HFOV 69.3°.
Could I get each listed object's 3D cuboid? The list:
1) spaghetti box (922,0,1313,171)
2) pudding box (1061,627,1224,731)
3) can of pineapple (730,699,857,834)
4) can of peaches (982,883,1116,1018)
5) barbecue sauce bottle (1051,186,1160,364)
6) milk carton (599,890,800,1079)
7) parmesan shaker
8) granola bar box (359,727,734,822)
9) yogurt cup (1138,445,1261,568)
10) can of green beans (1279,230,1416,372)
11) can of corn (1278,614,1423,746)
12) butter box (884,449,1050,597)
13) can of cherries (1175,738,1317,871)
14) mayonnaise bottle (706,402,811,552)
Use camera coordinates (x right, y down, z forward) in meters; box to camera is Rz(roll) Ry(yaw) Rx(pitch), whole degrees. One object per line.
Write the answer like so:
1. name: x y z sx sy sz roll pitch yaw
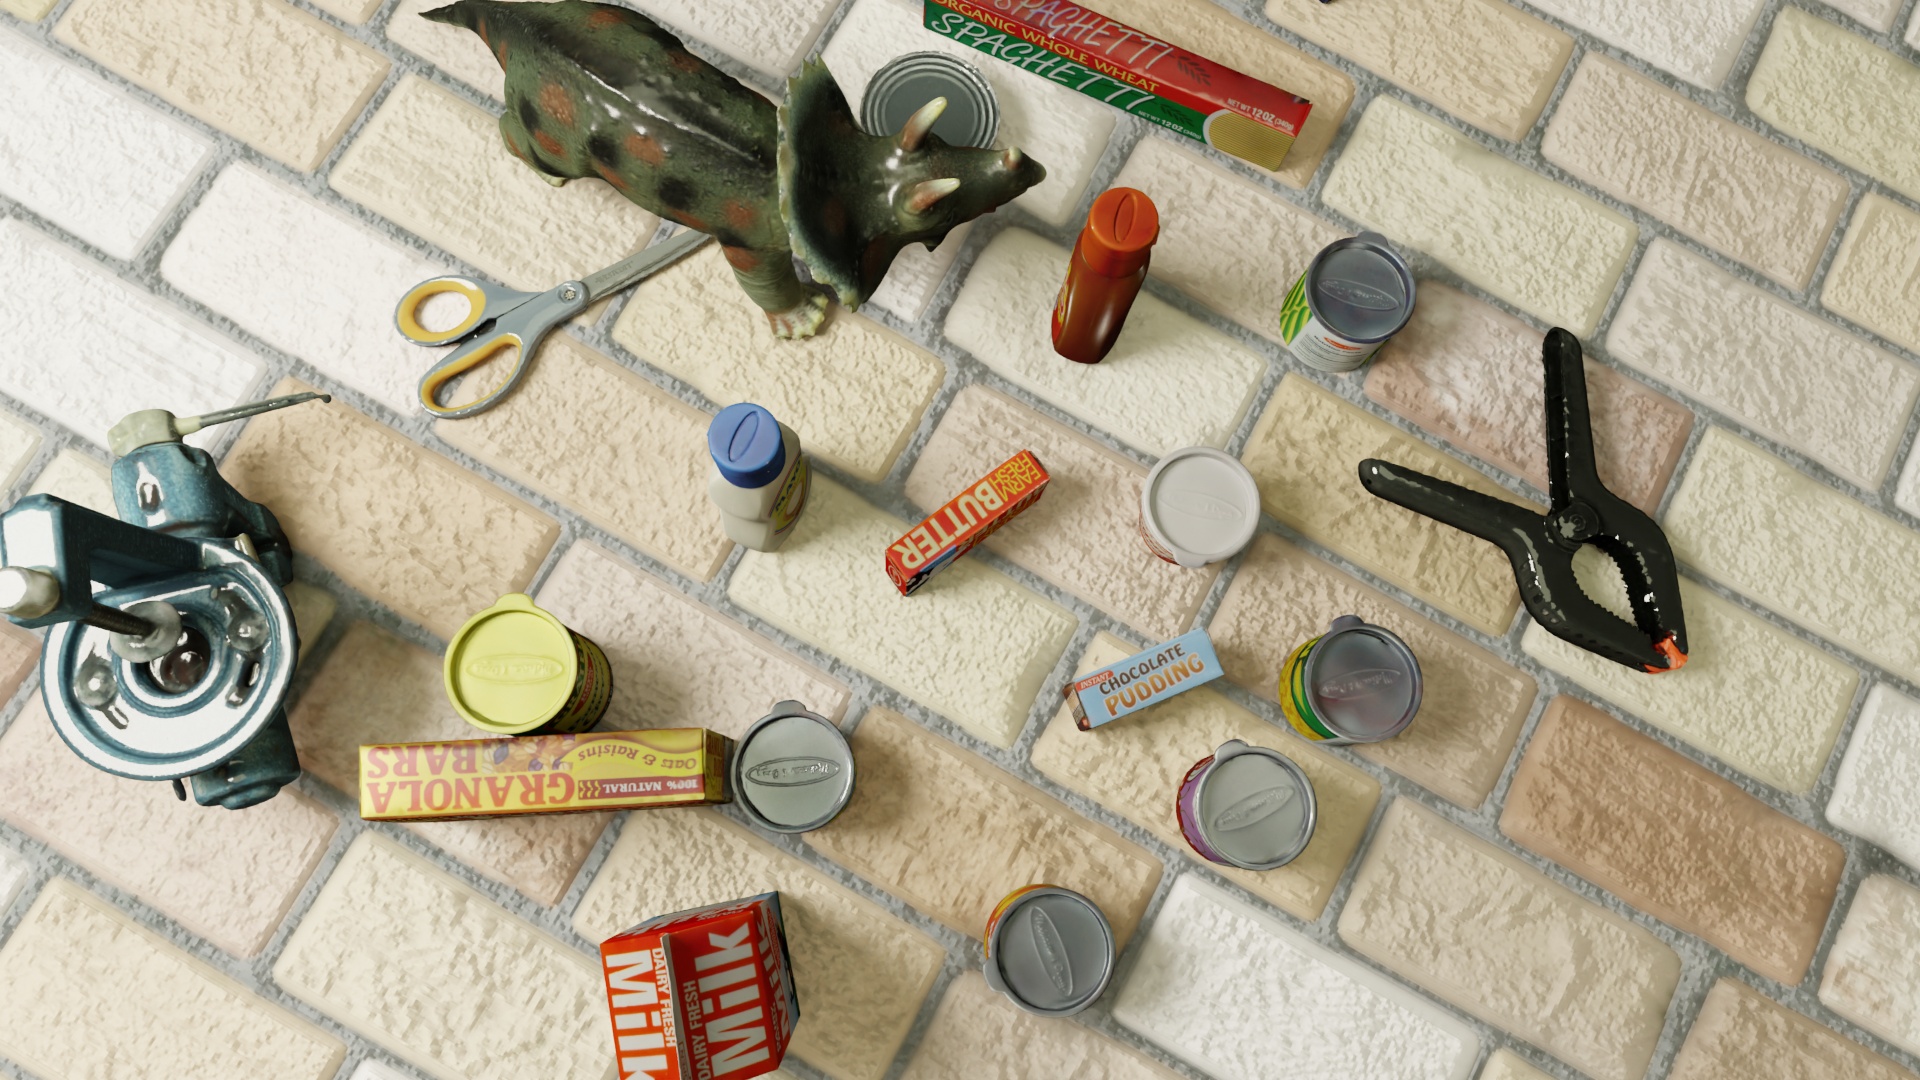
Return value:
1. spaghetti box: 0.093 -0.298 0.866 0.250 0.050 0.029 23 79 2
2. pudding box: 0.103 0.079 0.788 0.084 0.049 0.030 -21 80 -7
3. can of pineapple: -0.090 0.126 0.764 0.071 0.057 0.071 1 78 -3
4. can of peaches: 0.045 0.221 0.751 0.071 0.058 0.071 1 78 -3
5. barbecue sauce bottle: 0.082 -0.151 0.785 0.044 0.148 0.065 15 78 0
6. milk carton: -0.125 0.219 0.675 0.073 0.190 0.072 -11 80 -5
7. parmesan shaker: -0.228 0.071 0.746 0.071 0.103 0.071 1 79 -3
8. granola bar box: -0.207 0.124 0.725 0.166 0.124 0.039 -3 79 -3
9. yogurt cup: 0.135 -0.016 0.808 0.072 0.054 0.072 1 78 -3
10. can of green beans: 0.232 -0.141 0.837 0.071 0.057 0.071 1 78 -3
11. can of corn: 0.219 0.081 0.790 0.071 0.058 0.071 1 78 -3
12. butter box: 0.003 -0.010 0.800 0.104 0.053 0.024 -36 83 -9
13. can of cherries: 0.157 0.146 0.773 0.071 0.058 0.071 1 78 -3
14. mayonnaise bottle: -0.109 -0.036 0.751 0.041 0.148 0.065 24 79 2
